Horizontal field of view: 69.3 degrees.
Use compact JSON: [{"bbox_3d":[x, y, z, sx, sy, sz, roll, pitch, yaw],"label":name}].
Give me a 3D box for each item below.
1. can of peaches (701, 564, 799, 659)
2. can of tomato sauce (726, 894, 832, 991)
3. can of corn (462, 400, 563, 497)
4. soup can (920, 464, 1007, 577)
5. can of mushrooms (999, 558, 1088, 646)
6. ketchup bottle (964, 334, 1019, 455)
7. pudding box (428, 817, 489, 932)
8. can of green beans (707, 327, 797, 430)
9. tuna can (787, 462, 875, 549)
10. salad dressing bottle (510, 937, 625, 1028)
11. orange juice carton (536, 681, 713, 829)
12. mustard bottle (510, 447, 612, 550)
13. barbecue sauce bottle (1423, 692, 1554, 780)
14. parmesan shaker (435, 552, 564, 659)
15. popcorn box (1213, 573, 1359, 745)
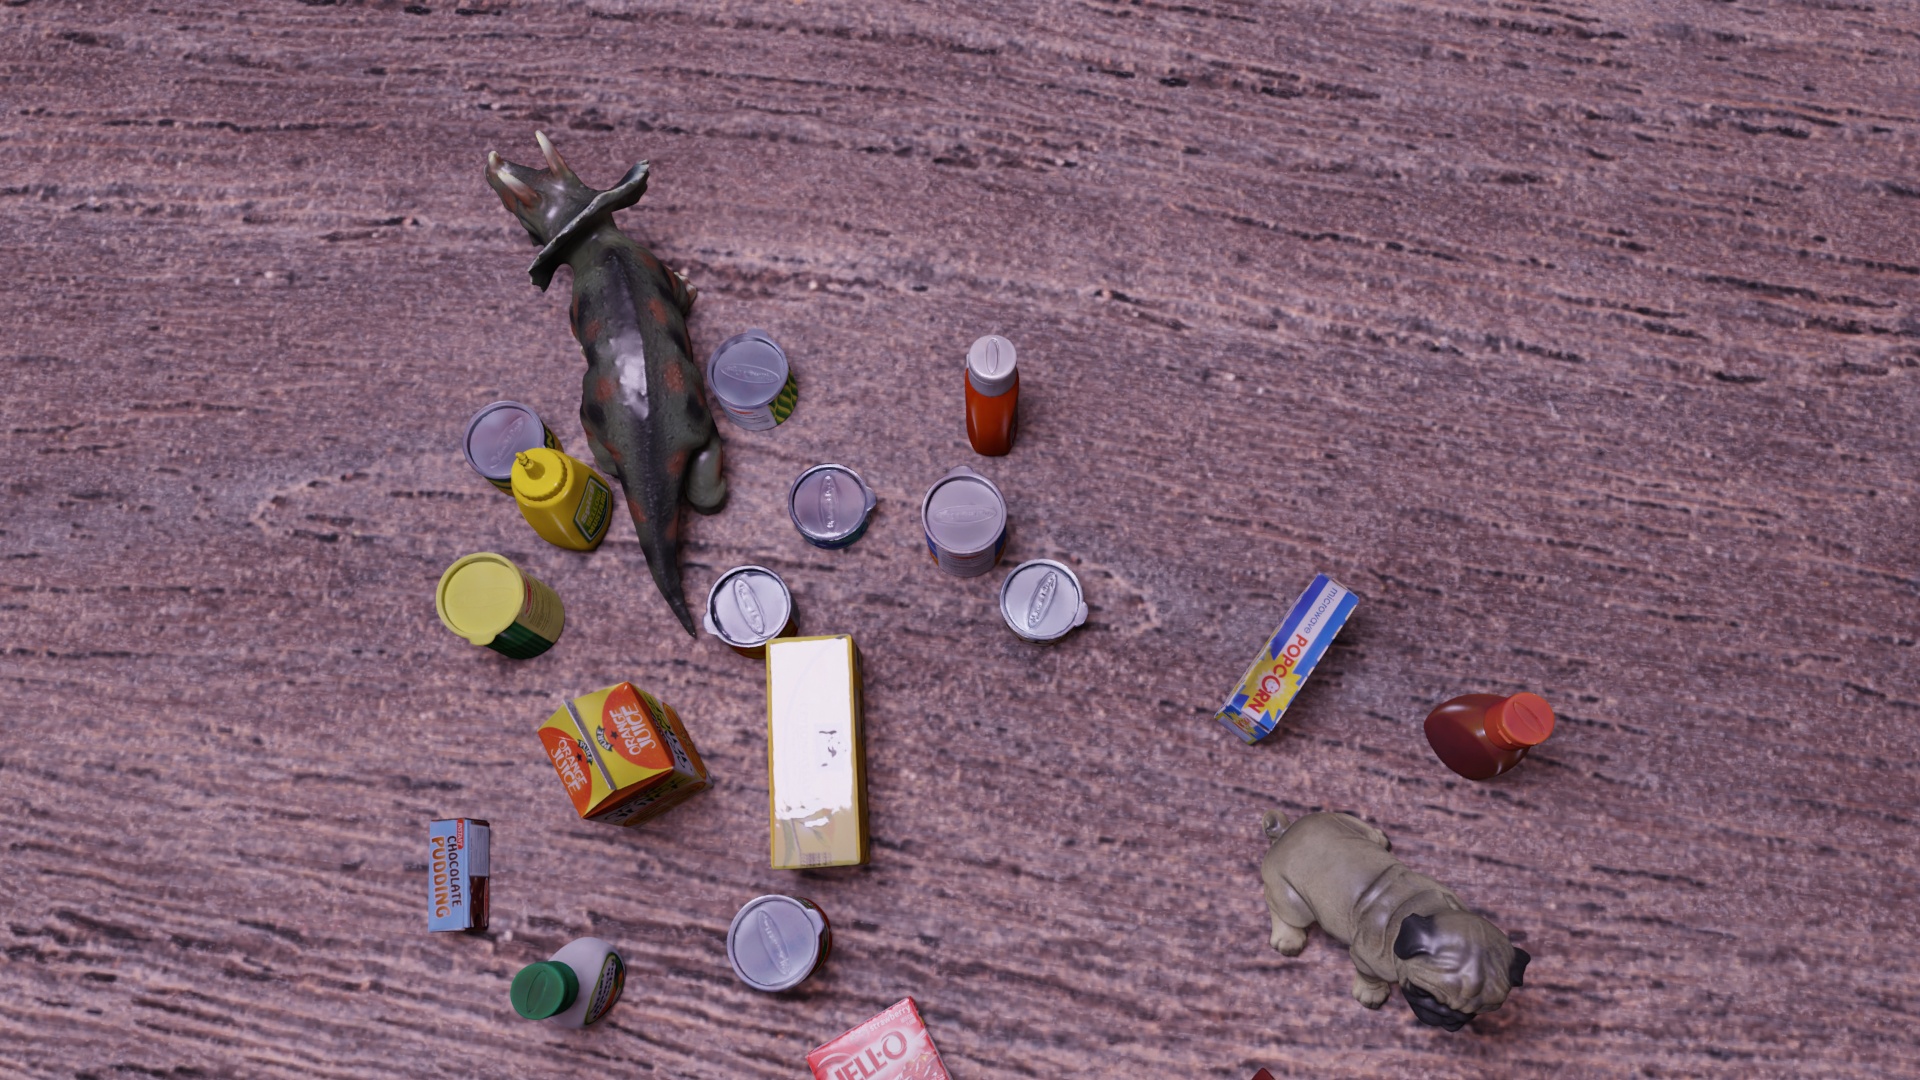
[{"bbox_3d":[-0.165,0.058,1.100,0.071,0.058,0.071,0,75,1],"label":"can of peaches"},{"bbox_3d":[-0.130,0.294,1.023,0.071,0.083,0.071,0,75,1],"label":"can of tomato sauce"},{"bbox_3d":[-0.363,-0.073,1.140,0.071,0.058,0.071,0,75,1],"label":"can of corn"},{"bbox_3d":[0.004,-0.014,1.102,0.071,0.083,0.071,0,75,1],"label":"soup can"},{"bbox_3d":[0.067,0.051,1.109,0.071,0.033,0.071,0,75,1],"label":"can of mushrooms"},{"bbox_3d":[0.025,-0.117,1.096,0.043,0.148,0.065,0,76,2],"label":"ketchup bottle"},{"bbox_3d":[-0.381,0.255,1.057,0.030,0.049,0.084,-5,75,0],"label":"pudding box"},{"bbox_3d":[-0.171,-0.130,1.151,0.071,0.057,0.071,0,75,1],"label":"can of green beans"},{"bbox_3d":[-0.103,-0.028,1.135,0.071,0.032,0.071,0,75,1],"label":"tuna can"},{"bbox_3d":[-0.279,0.316,0.987,0.044,0.147,0.064,16,77,5],"label":"salad dressing bottle"},{"bbox_3d":[-0.244,0.157,1.006,0.073,0.192,0.072,-29,77,-6],"label":"orange juice carton"},{"bbox_3d":[-0.313,-0.037,1.077,0.049,0.160,0.065,14,76,5],"label":"mustard bottle"},{"bbox_3d":[0.389,0.140,1.019,0.044,0.148,0.065,-38,78,-8],"label":"barbecue sauce bottle"},{"bbox_3d":[-0.356,0.056,1.082,0.071,0.103,0.071,0,75,1],"label":"parmesan shaker"},{"bbox_3d":[0.250,0.092,1.068,0.038,0.085,0.127,35,79,10],"label":"popcorn box"}]
